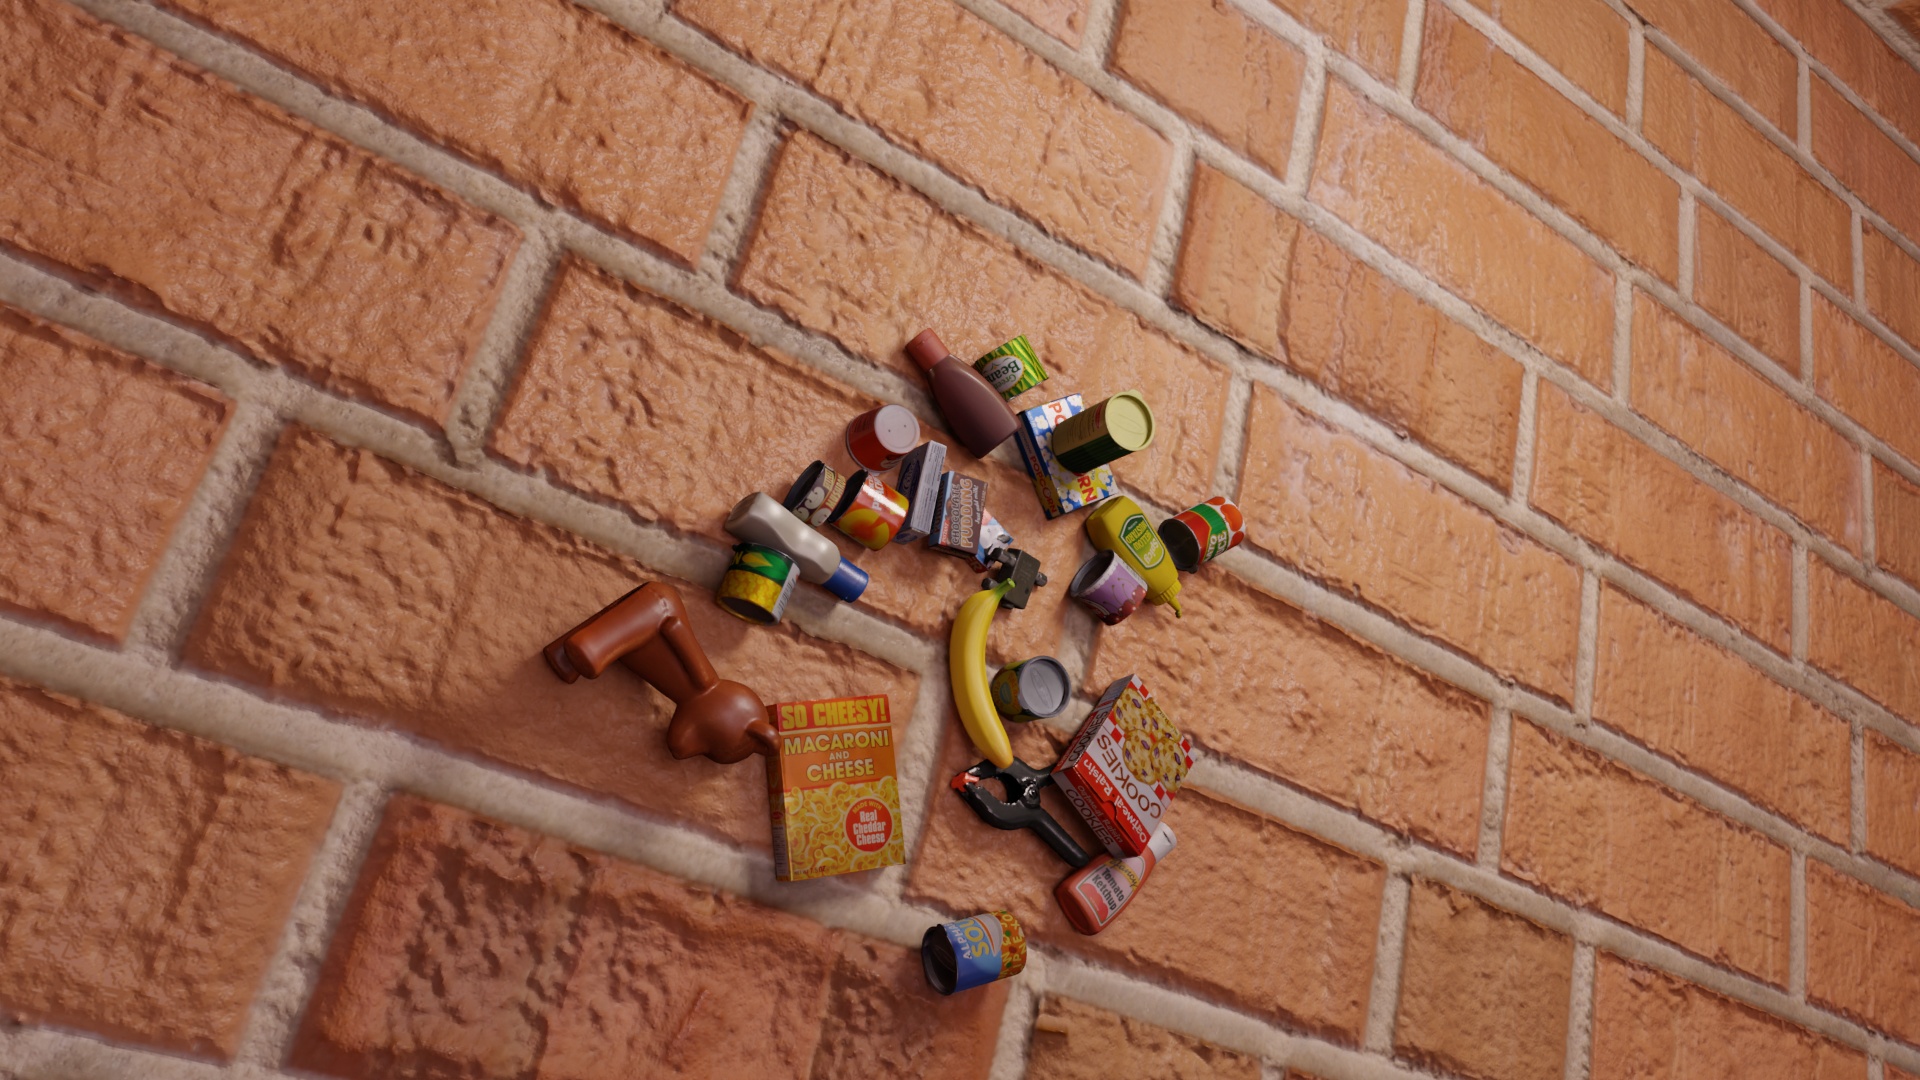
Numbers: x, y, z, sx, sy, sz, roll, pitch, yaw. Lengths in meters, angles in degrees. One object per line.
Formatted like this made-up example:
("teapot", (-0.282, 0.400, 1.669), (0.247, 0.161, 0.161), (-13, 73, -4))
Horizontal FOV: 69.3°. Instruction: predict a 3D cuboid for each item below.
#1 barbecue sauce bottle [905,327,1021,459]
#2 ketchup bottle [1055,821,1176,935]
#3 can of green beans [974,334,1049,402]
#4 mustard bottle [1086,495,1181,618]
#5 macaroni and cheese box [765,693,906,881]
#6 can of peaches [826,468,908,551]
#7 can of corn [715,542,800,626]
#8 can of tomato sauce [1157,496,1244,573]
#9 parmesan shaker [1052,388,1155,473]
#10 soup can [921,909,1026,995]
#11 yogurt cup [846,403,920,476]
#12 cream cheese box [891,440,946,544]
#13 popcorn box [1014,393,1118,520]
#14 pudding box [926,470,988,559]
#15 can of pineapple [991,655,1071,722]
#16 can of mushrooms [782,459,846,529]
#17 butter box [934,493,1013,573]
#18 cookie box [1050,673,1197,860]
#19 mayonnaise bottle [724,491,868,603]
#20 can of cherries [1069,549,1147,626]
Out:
("barbecue sauce bottle", (-0.001, -0.164, 1.518), (0.148, 0.064, 0.044), (52, 14, -2))
("ketchup bottle", (0.171, 0.357, 1.493), (0.149, 0.043, 0.064), (-31, 89, -33))
("can of green beans", (0.057, -0.190, 1.552), (0.071, 0.071, 0.058), (-32, 95, -33))
("mustard bottle", (0.212, 0.025, 1.599), (0.065, 0.048, 0.160), (-43, 101, -30))
("macaroni and cheese box", (-0.124, 0.238, 1.349), (0.124, 0.040, 0.166), (-1, 78, -31))
("can of peaches", (-0.093, -0.032, 1.419), (0.058, 0.071, 0.071), (35, 62, -20))
("can of corn", (-0.198, 0.042, 1.341), (0.071, 0.071, 0.058), (30, 64, -21))
("can of tomato sauce", (0.286, -0.007, 1.641), (0.083, 0.071, 0.071), (-24, 91, -34))
("parmesan shaker", (0.157, -0.119, 1.525), (0.071, 0.103, 0.071), (8, 74, -29))
("soup can", (0.014, 0.403, 1.371), (0.084, 0.071, 0.071), (-5, 80, -32))
("yogurt cup", (-0.078, -0.110, 1.458), (0.072, 0.053, 0.072), (9, 72, -29))
("cream cheese box", (-0.046, -0.051, 1.462), (0.024, 0.053, 0.104), (22, 67, -27))
("popcorn box", (0.118, -0.096, 1.581), (0.085, 0.038, 0.126), (-20, 88, -34))
("pudding box", (-0.004, -0.027, 1.465), (0.050, 0.030, 0.084), (17, 71, -25))
("can of pineapple", (0.073, 0.159, 1.476), (0.071, 0.057, 0.071), (8, 73, -29))
("can of mushrooms", (-0.145, -0.046, 1.392), (0.033, 0.071, 0.071), (36, 62, -21))
("butter box", (0.005, -0.019, 1.502), (0.103, 0.024, 0.053), (47, 58, -13))
("cookie box", (0.180, 0.243, 1.505), (0.123, 0.040, 0.168), (52, 43, -9))
("mayonnaise bottle", (-0.158, 0.009, 1.377), (0.148, 0.064, 0.041), (36, 58, -23))
("can of cherries", (0.165, 0.055, 1.555), (0.058, 0.071, 0.072), (44, 60, -16))
